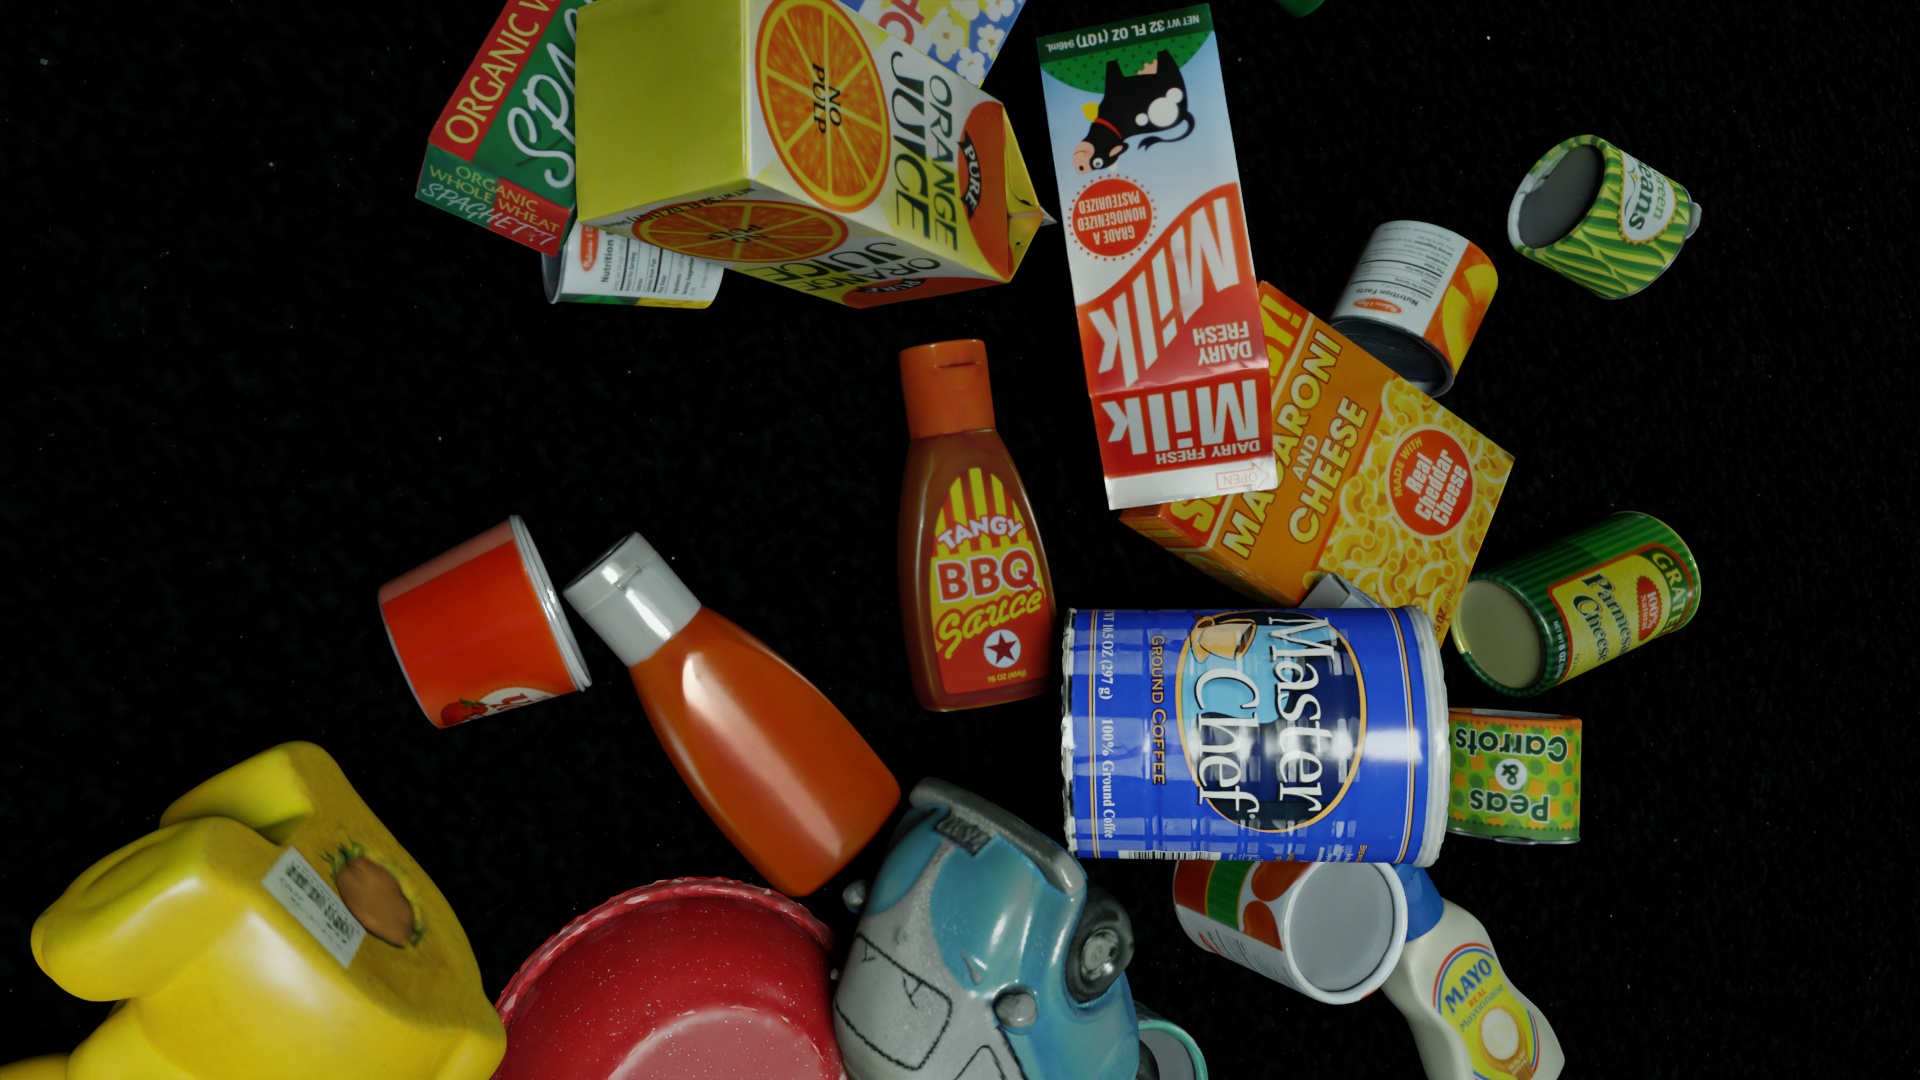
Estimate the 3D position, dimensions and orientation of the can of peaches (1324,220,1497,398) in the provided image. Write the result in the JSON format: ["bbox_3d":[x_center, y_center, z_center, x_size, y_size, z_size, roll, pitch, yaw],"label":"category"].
[{"bbox_3d":[0.213,-0.108,0.659,0.071,0.071,0.058,33,76,-19],"label":"can of peaches"}]

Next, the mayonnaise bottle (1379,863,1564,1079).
[{"bbox_3d":[0.233,0.210,0.669,0.065,0.041,0.148,-36,103,-18],"label":"mayonnaise bottle"}]

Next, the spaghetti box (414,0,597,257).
[{"bbox_3d":[-0.118,-0.210,0.497,0.050,0.028,0.251,24,61,-16],"label":"spaghetti box"}]

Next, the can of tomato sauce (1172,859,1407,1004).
[{"bbox_3d":[0.144,0.157,0.609,0.071,0.083,0.071,0,89,-23],"label":"can of tomato sauce"}]

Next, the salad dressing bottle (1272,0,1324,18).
[{"bbox_3d":[0.111,-0.295,0.633,0.147,0.044,0.064,28,76,-21],"label":"salad dressing bottle"}]

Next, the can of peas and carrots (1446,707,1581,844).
[{"bbox_3d":[0.264,0.112,0.670,0.071,0.071,0.058,5,86,-23],"label":"can of peas and carrots"}]

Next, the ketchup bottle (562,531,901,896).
[{"bbox_3d":[-0.090,0.064,0.533,0.065,0.043,0.148,-44,105,-25],"label":"ketchup bottle"}]

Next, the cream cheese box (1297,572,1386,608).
[{"bbox_3d":[0.156,0.069,0.626,0.053,0.024,0.103,31,107,-21],"label":"cream cheese box"}]

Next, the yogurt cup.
[{"bbox_3d":[-0.169,0.031,0.491,0.054,0.072,0.072,-23,97,-14],"label":"yogurt cup"}]

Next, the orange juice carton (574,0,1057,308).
[{"bbox_3d":[-0.041,-0.131,0.495,0.193,0.072,0.073,5,82,-58],"label":"orange juice carton"}]

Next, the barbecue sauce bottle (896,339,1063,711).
[{"bbox_3d":[0.002,-0.007,0.576,0.065,0.043,0.148,-9,91,-19],"label":"barbecue sauce bottle"}]

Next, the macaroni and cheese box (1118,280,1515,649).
[{"bbox_3d":[0.169,-0.024,0.650,0.166,0.040,0.124,30,78,-20],"label":"macaroni and cheese box"}]

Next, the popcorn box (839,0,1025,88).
[{"bbox_3d":[-0.021,-0.228,0.576,0.085,0.038,0.127,31,77,-21],"label":"popcorn box"}]

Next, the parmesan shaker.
[{"bbox_3d":[0.306,0.034,0.694,0.103,0.071,0.071,-19,96,-22],"label":"parmesan shaker"}]

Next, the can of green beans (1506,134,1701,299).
[{"bbox_3d":[0.324,-0.165,0.708,0.058,0.071,0.071,20,81,-21],"label":"can of green beans"}]

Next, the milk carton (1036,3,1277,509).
[{"bbox_3d":[0.082,-0.111,0.574,0.072,0.073,0.190,-8,84,8],"label":"milk carton"}]

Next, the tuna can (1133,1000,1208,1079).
[{"bbox_3d":[0.072,0.234,0.603,0.071,0.033,0.071,0,89,-23],"label":"tuna can"}]

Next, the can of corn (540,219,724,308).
[{"bbox_3d":[-0.123,-0.121,0.516,0.058,0.071,0.071,-1,89,-24],"label":"can of corn"}]
